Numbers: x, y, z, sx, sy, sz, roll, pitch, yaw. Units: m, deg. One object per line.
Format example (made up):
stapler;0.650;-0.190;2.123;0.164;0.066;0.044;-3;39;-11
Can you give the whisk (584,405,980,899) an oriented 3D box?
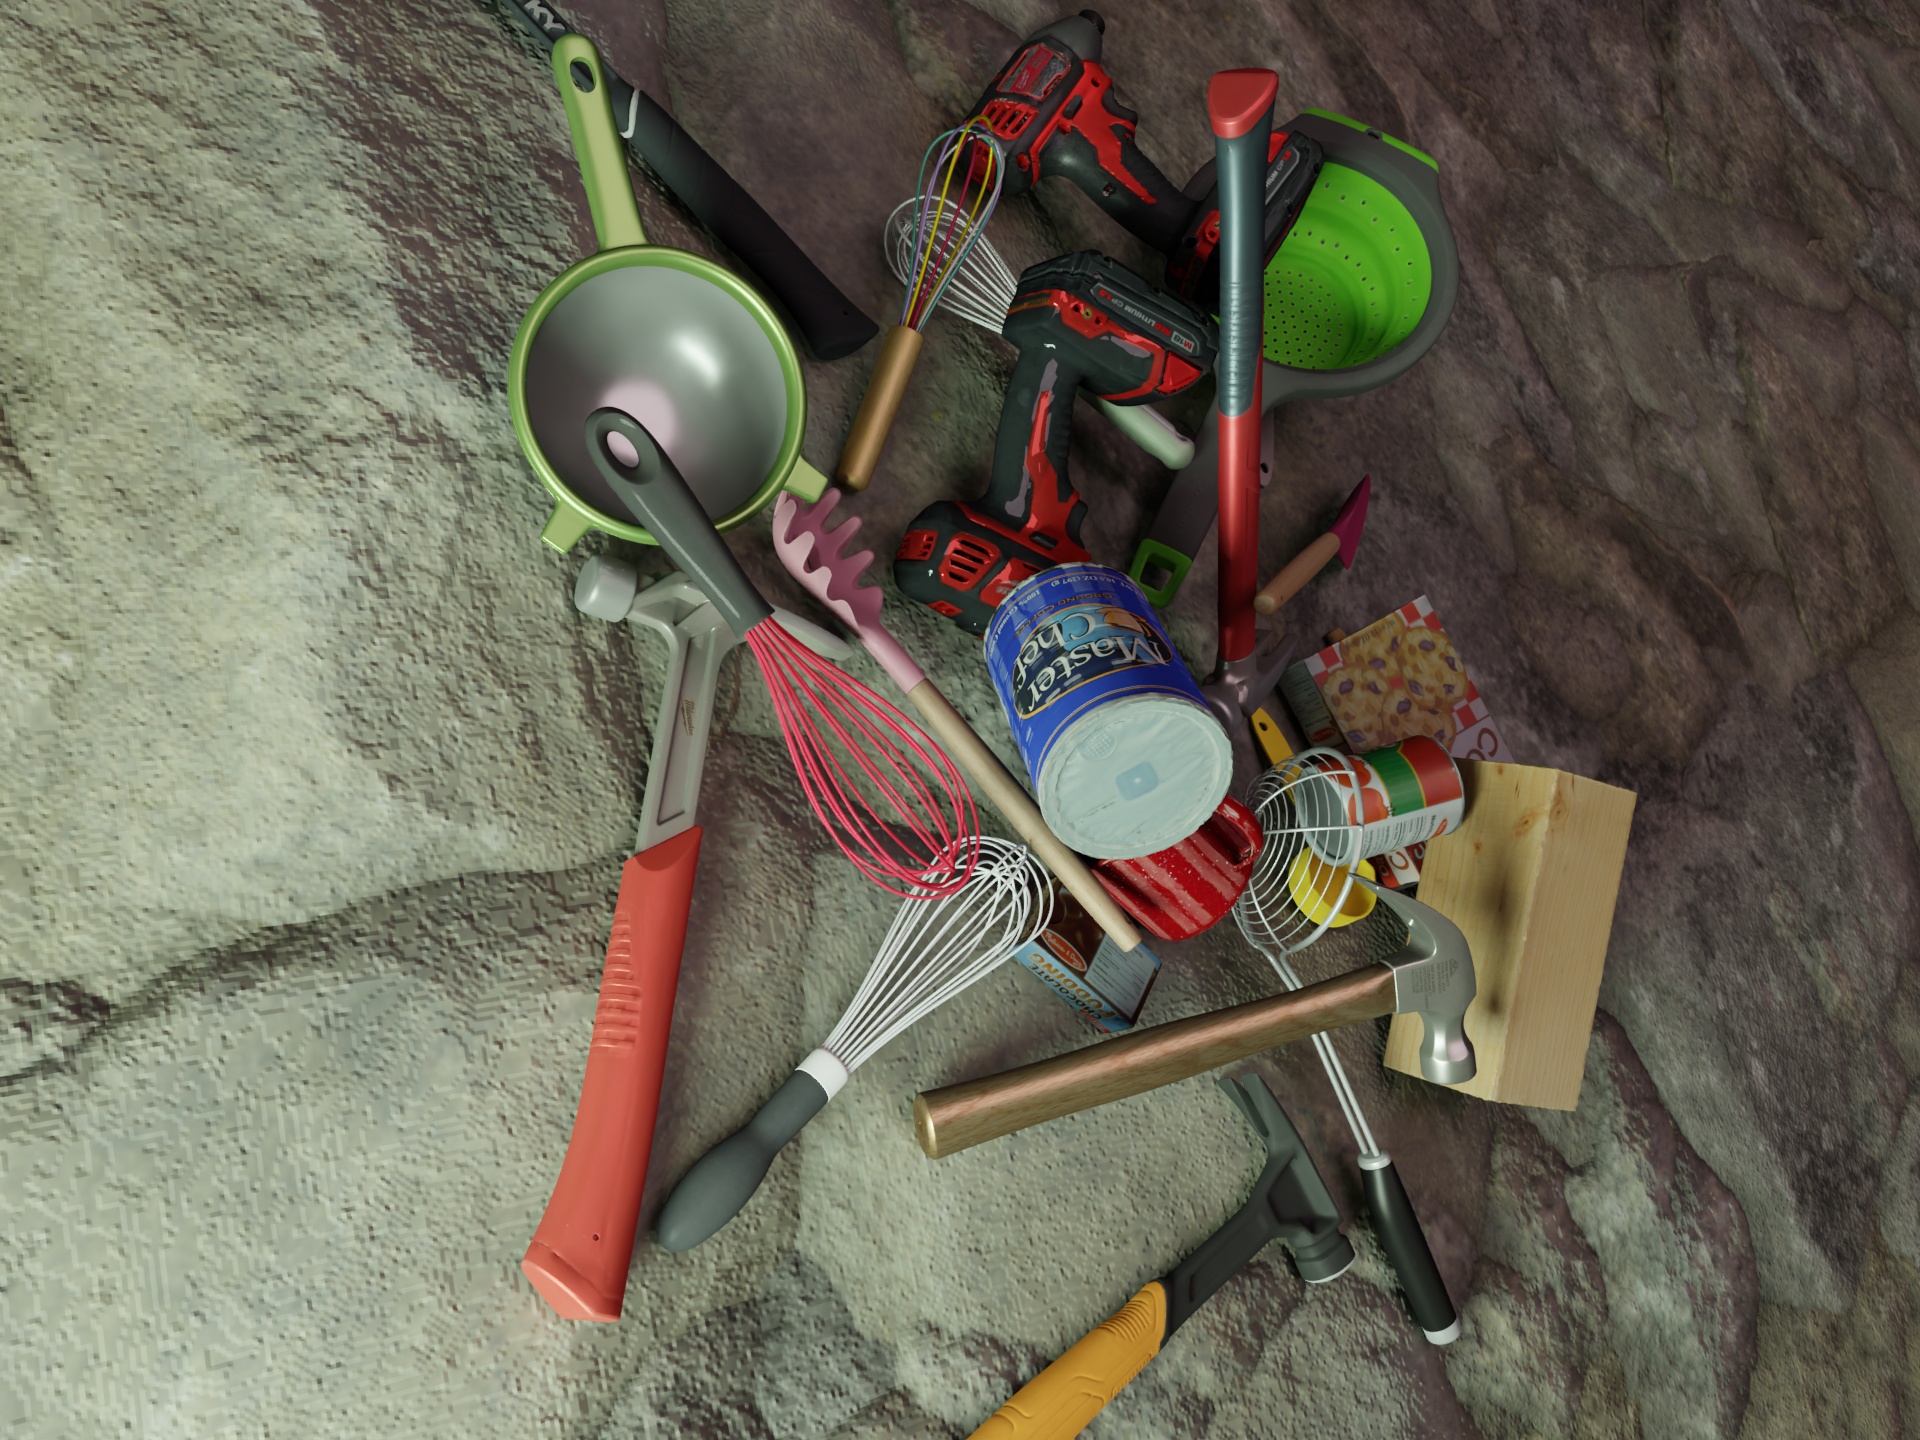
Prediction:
whisk;-0.089;-0.032;0.787;0.295;0.073;0.073;53;51;-7

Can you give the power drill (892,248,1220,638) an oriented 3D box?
power drill;0.077;-0.141;0.952;0.187;0.080;0.227;24;84;-27

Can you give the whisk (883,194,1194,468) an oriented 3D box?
whisk;0.053;-0.242;1.009;0.246;0.059;0.058;37;23;-10

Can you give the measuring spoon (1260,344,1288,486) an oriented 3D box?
measuring spoon;0.227;-0.226;1.166;0.034;0.018;0.124;22;61;-28

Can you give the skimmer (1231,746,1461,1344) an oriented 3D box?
skimmer;0.251;0.198;0.967;0.090;0.127;0.363;-25;95;-20

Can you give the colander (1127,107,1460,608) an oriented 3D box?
colander;0.205;-0.238;1.114;0.204;0.094;0.397;26;74;5

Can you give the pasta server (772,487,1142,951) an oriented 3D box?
pasta server;-0.001;-0.003;0.871;0.316;0.040;0.060;50;26;3

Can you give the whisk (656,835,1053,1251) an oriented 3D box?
whisk;-0.047;0.155;0.794;0.070;0.070;0.285;51;56;-8

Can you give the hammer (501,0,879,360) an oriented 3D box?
hammer;-0.199;-0.362;0.903;0.408;0.036;0.149;44;51;-14

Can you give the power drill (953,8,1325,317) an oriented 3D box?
power drill;0.120;-0.378;1.058;0.220;0.078;0.143;32;75;5

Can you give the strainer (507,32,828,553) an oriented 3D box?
strainer;-0.172;-0.214;0.818;0.151;0.069;0.256;-16;94;-22

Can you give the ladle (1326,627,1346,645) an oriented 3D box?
ladle;0.344;0.072;1.127;0.069;0.031;0.315;-30;89;-36

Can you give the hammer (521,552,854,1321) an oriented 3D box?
hammer;-0.139;0.097;0.761;0.149;0.036;0.359;20;61;-29

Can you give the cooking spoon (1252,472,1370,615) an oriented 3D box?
cooking spoon;0.239;-0.113;1.055;0.319;0.017;0.068;-36;136;-60

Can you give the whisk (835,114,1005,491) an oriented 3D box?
whisk;-0.026;-0.249;0.938;0.051;0.047;0.245;21;80;-9

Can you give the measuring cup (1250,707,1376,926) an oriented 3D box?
measuring cup;0.221;0.064;1.048;0.062;0.029;0.157;-8;65;-36

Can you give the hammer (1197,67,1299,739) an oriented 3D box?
hammer;0.172;-0.183;0.947;0.143;0.038;0.386;-44;137;-49

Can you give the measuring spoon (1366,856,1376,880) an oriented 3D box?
measuring spoon;0.270;0.067;1.088;0.021;0.011;0.117;7;71;-25

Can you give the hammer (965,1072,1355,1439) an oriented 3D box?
hammer;0.085;0.319;0.835;0.337;0.034;0.127;-27;90;-40

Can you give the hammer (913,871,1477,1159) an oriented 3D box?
hammer;0.133;0.171;0.858;0.331;0.031;0.130;-12;101;-18
